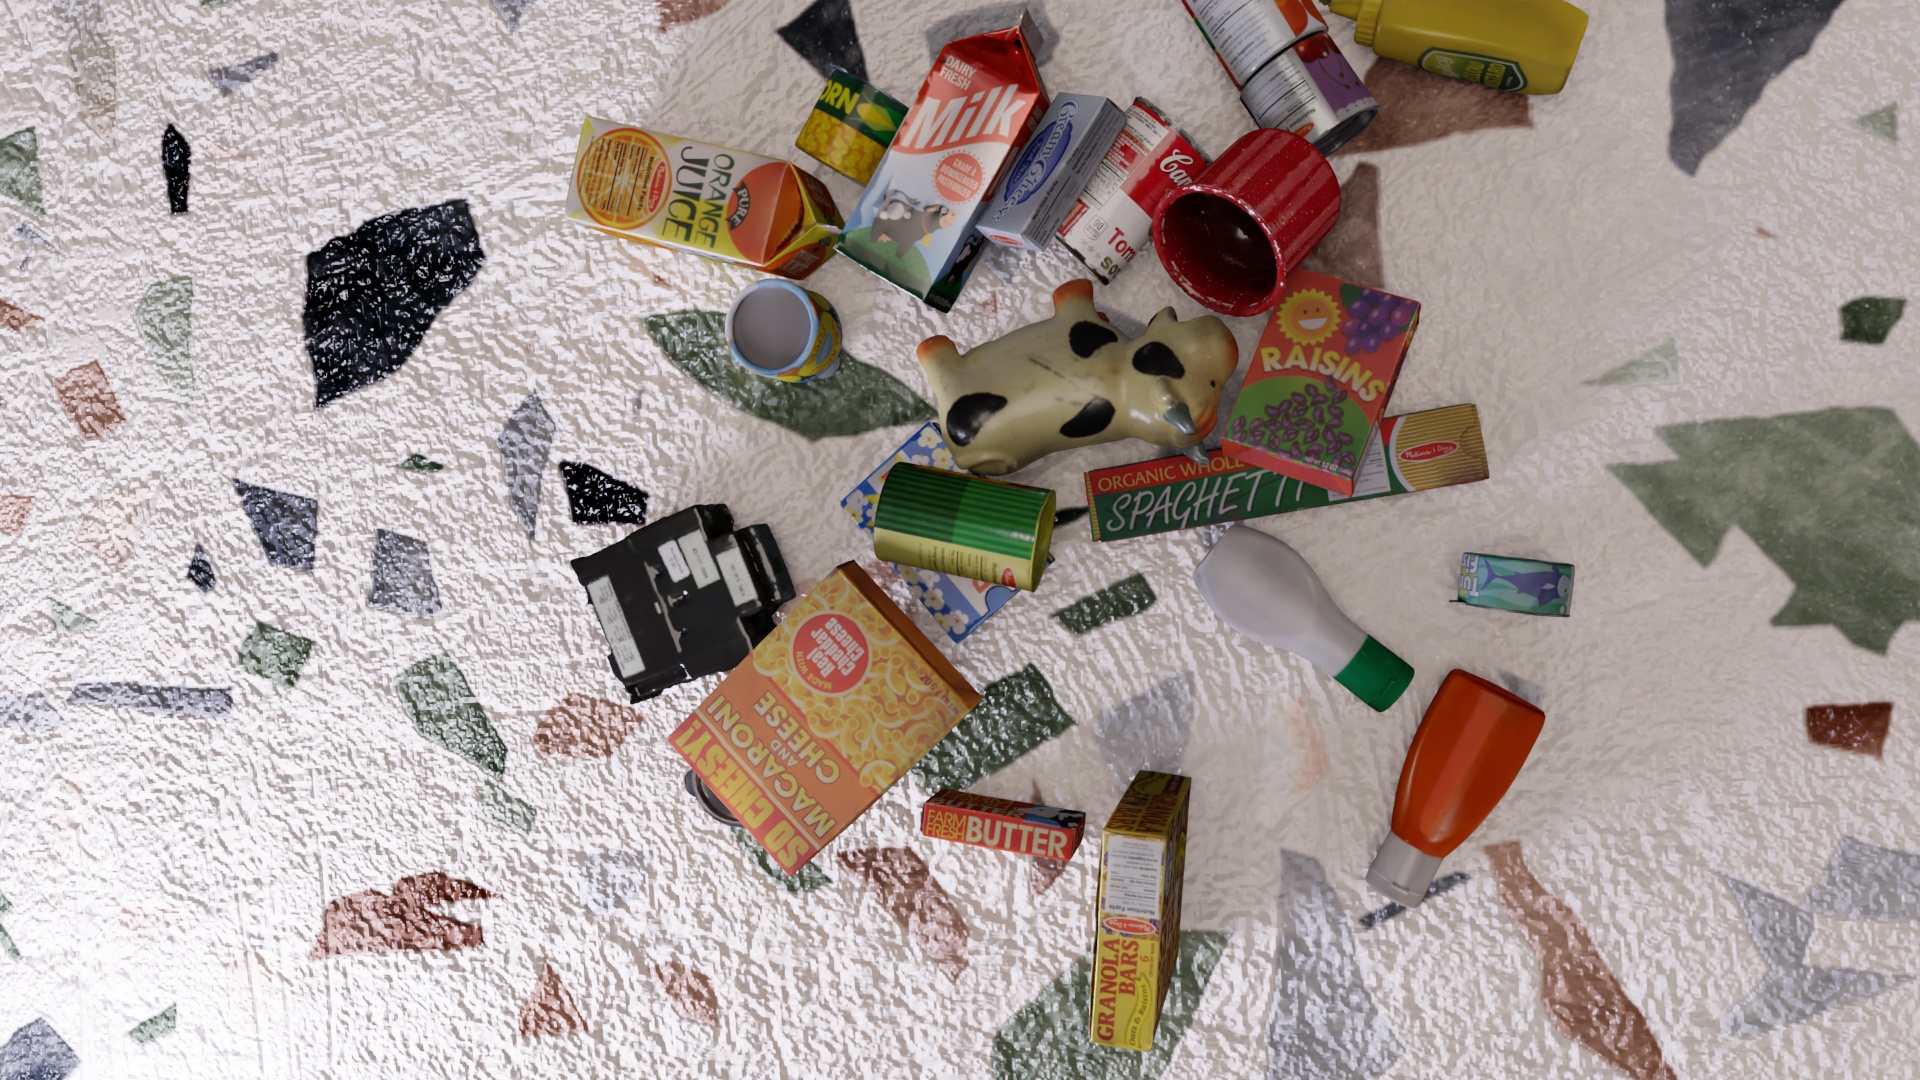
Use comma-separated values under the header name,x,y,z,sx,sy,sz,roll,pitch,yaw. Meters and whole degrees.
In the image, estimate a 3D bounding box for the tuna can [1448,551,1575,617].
name,x,y,z,sx,sy,sz,roll,pitch,yaw
tuna can,0.338,0.026,0.852,0.071,0.071,0.033,7,93,12

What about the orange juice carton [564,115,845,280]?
name,x,y,z,sx,sy,sz,roll,pitch,yaw
orange juice carton,-0.162,-0.228,0.945,0.193,0.072,0.073,15,95,11

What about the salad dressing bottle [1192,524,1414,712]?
name,x,y,z,sx,sy,sz,roll,pitch,yaw
salad dressing bottle,0.220,0.051,0.890,0.148,0.044,0.064,38,98,7

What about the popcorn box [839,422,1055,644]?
name,x,y,z,sx,sy,sz,roll,pitch,yaw
popcorn box,-0.009,-0.006,0.938,0.085,0.038,0.127,-41,83,9

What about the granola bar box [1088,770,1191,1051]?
name,x,y,z,sx,sy,sz,roll,pitch,yaw
granola bar box,0.112,0.220,0.855,0.039,0.166,0.124,4,93,14

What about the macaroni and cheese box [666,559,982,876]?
name,x,y,z,sx,sy,sz,roll,pitch,yaw
macaroni and cheese box,-0.088,0.114,0.890,0.166,0.040,0.124,-44,84,14

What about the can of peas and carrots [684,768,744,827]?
name,x,y,z,sx,sy,sz,roll,pitch,yaw
can of peas and carrots,-0.146,0.160,0.961,0.071,0.059,0.071,0,92,13

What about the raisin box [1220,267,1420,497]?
name,x,y,z,sx,sy,sz,roll,pitch,yaw
raisin box,0.225,-0.099,0.865,0.086,0.040,0.123,20,80,20

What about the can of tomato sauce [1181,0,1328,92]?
name,x,y,z,sx,sy,sz,roll,pitch,yaw
can of tomato sauce,0.183,-0.336,0.874,0.071,0.071,0.083,-32,86,11

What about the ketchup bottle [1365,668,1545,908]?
name,x,y,z,sx,sy,sz,roll,pitch,yaw
ketchup bottle,0.305,0.159,0.875,0.065,0.043,0.148,27,97,11

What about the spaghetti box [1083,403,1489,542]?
name,x,y,z,sx,sy,sz,roll,pitch,yaw
spaghetti box,0.206,-0.042,0.896,0.250,0.029,0.050,-10,89,12

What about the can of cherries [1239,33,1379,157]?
name,x,y,z,sx,sy,sz,roll,pitch,yaw
can of cherries,0.219,-0.273,0.870,0.071,0.071,0.058,-33,84,11

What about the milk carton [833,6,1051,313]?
name,x,y,z,sx,sy,sz,roll,pitch,yaw
milk carton,0.001,-0.252,0.910,0.073,0.072,0.190,32,98,9

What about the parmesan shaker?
name,x,y,z,sx,sy,sz,roll,pitch,yaw
parmesan shaker,0.003,-0.011,0.878,0.103,0.071,0.071,12,95,11

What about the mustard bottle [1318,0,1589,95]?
name,x,y,z,sx,sy,sz,roll,pitch,yaw
mustard bottle,0.296,-0.315,0.854,0.160,0.065,0.049,18,91,16

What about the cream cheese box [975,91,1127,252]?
name,x,y,z,sx,sy,sz,roll,pitch,yaw
cream cheese box,0.057,-0.231,0.870,0.053,0.024,0.104,29,86,52

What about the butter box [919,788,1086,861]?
name,x,y,z,sx,sy,sz,roll,pitch,yaw
butter box,0.029,0.189,0.929,0.103,0.053,0.024,7,92,11

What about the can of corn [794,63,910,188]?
name,x,y,z,sx,sy,sz,roll,pitch,yaw
can of corn,-0.071,-0.274,0.926,0.071,0.071,0.058,32,99,9

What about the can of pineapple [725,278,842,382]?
name,x,y,z,sx,sy,sz,roll,pitch,yaw
can of pineapple,-0.118,-0.142,0.946,0.071,0.058,0.071,0,92,12
